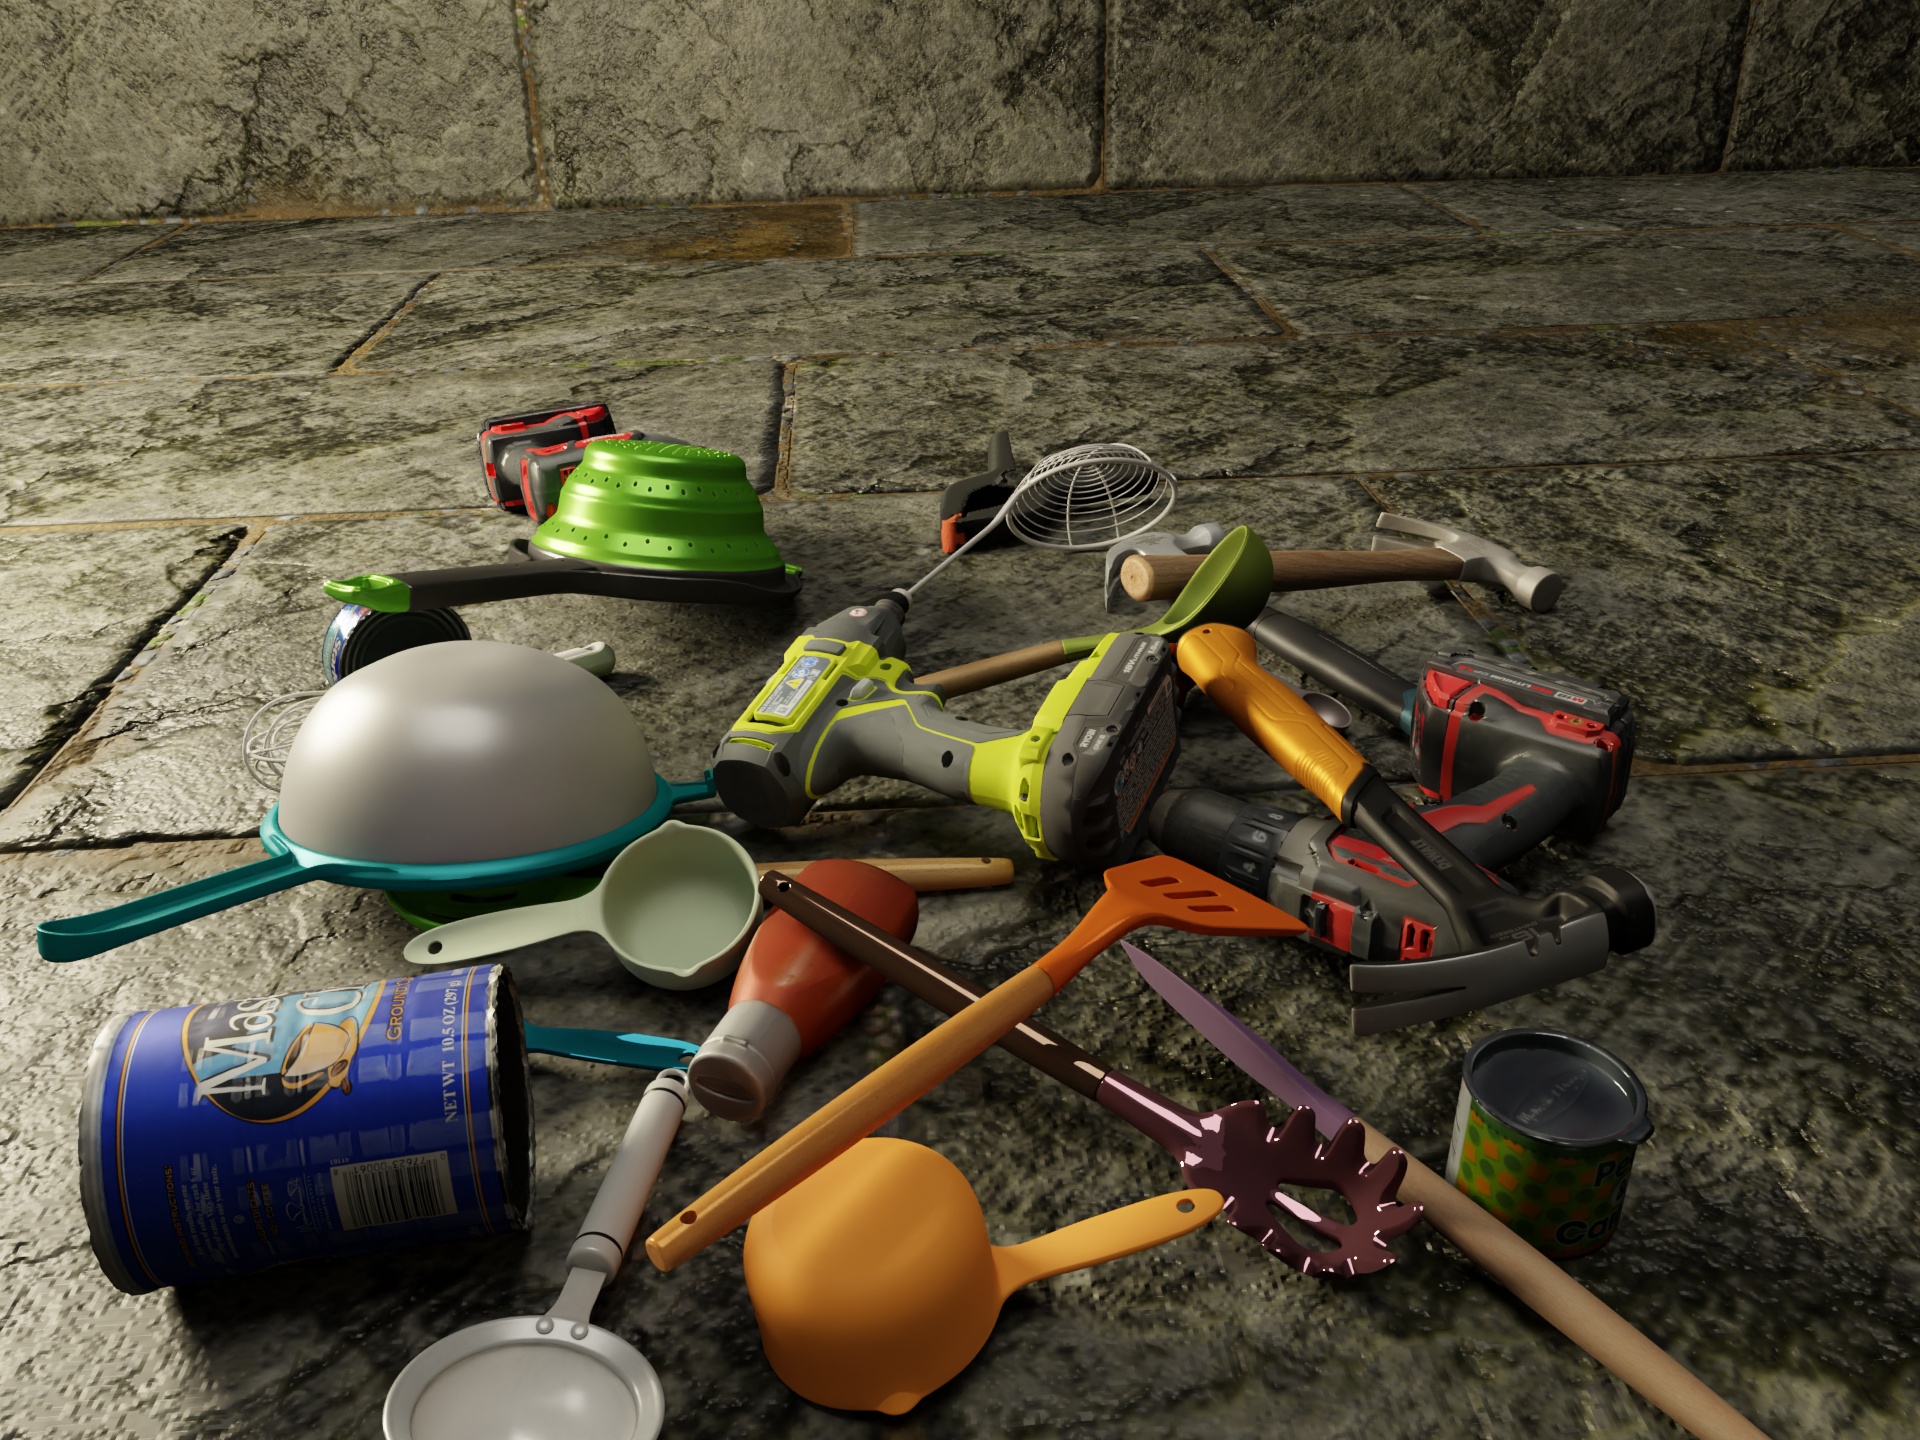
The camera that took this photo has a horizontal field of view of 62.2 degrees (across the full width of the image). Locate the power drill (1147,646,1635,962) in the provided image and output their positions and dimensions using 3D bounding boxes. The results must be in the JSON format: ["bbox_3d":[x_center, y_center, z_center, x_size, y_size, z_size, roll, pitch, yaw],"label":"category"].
[{"bbox_3d":[0.226,0.043,0.822,0.188,0.080,0.227,20,38,36],"label":"power drill"}]

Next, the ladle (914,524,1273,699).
[{"bbox_3d":[0.033,-0.046,0.955,0.320,0.062,0.078,-16,11,2],"label":"ladle"}]

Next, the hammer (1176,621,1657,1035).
[{"bbox_3d":[0.172,0.028,0.757,0.127,0.034,0.337,-16,27,-9],"label":"hammer"}]

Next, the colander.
[{"bbox_3d":[-0.247,-0.132,1.042,0.204,0.094,0.397,13,15,26],"label":"colander"}]

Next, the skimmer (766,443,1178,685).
[{"bbox_3d":[0.016,-0.092,1.107,0.090,0.127,0.363,48,55,2],"label":"skimmer"}]

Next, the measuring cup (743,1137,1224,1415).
[{"bbox_3d":[0.008,0.178,0.563,0.173,0.052,0.095,-16,28,-3],"label":"measuring cup"}]

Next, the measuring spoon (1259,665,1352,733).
[{"bbox_3d":[0.180,-0.022,0.972,0.124,0.018,0.034,29,35,14],"label":"measuring spoon"}]

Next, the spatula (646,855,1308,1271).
[{"bbox_3d":[0.015,0.120,0.614,0.081,0.041,0.322,26,40,38],"label":"spatula"}]

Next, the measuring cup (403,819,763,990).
[{"bbox_3d":[-0.175,0.100,0.755,0.167,0.038,0.083,-11,57,-3],"label":"measuring cup"}]

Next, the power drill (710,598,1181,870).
[{"bbox_3d":[-0.001,-0.003,0.863,0.223,0.080,0.171,9,42,24],"label":"power drill"}]

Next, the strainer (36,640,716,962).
[{"bbox_3d":[-0.292,0.023,0.788,0.211,0.095,0.340,10,17,28],"label":"strainer"}]

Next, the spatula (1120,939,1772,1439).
[{"bbox_3d":[0.168,0.173,0.612,0.018,0.059,0.316,-44,46,-10],"label":"spatula"}]

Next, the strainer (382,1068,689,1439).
[{"bbox_3d":[-0.133,0.201,0.570,0.087,0.050,0.259,10,22,2],"label":"strainer"}]

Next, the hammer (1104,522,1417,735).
[{"bbox_3d":[0.210,-0.062,1.066,0.128,0.033,0.331,-14,30,-25],"label":"hammer"}]

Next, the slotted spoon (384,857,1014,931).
[{"bbox_3d":[-0.129,0.084,0.808,0.313,0.031,0.070,-2,28,-6],"label":"slotted spoon"}]

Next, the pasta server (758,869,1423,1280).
[{"bbox_3d":[0.036,0.132,0.650,0.316,0.040,0.060,27,60,27],"label":"pasta server"}]

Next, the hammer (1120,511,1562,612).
[{"bbox_3d":[0.250,-0.104,1.084,0.331,0.031,0.130,-5,28,-30],"label":"hammer"}]

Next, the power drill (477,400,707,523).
[{"bbox_3d":[-0.296,-0.205,1.270,0.143,0.078,0.220,-16,20,-25],"label":"power drill"}]

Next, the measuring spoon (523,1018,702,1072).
[{"bbox_3d":[-0.170,0.150,0.701,0.128,0.021,0.042,7,27,-3],"label":"measuring spoon"}]

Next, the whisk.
[{"bbox_3d":[-0.317,-0.011,0.977,0.058,0.059,0.246,11,23,43],"label":"whisk"}]
